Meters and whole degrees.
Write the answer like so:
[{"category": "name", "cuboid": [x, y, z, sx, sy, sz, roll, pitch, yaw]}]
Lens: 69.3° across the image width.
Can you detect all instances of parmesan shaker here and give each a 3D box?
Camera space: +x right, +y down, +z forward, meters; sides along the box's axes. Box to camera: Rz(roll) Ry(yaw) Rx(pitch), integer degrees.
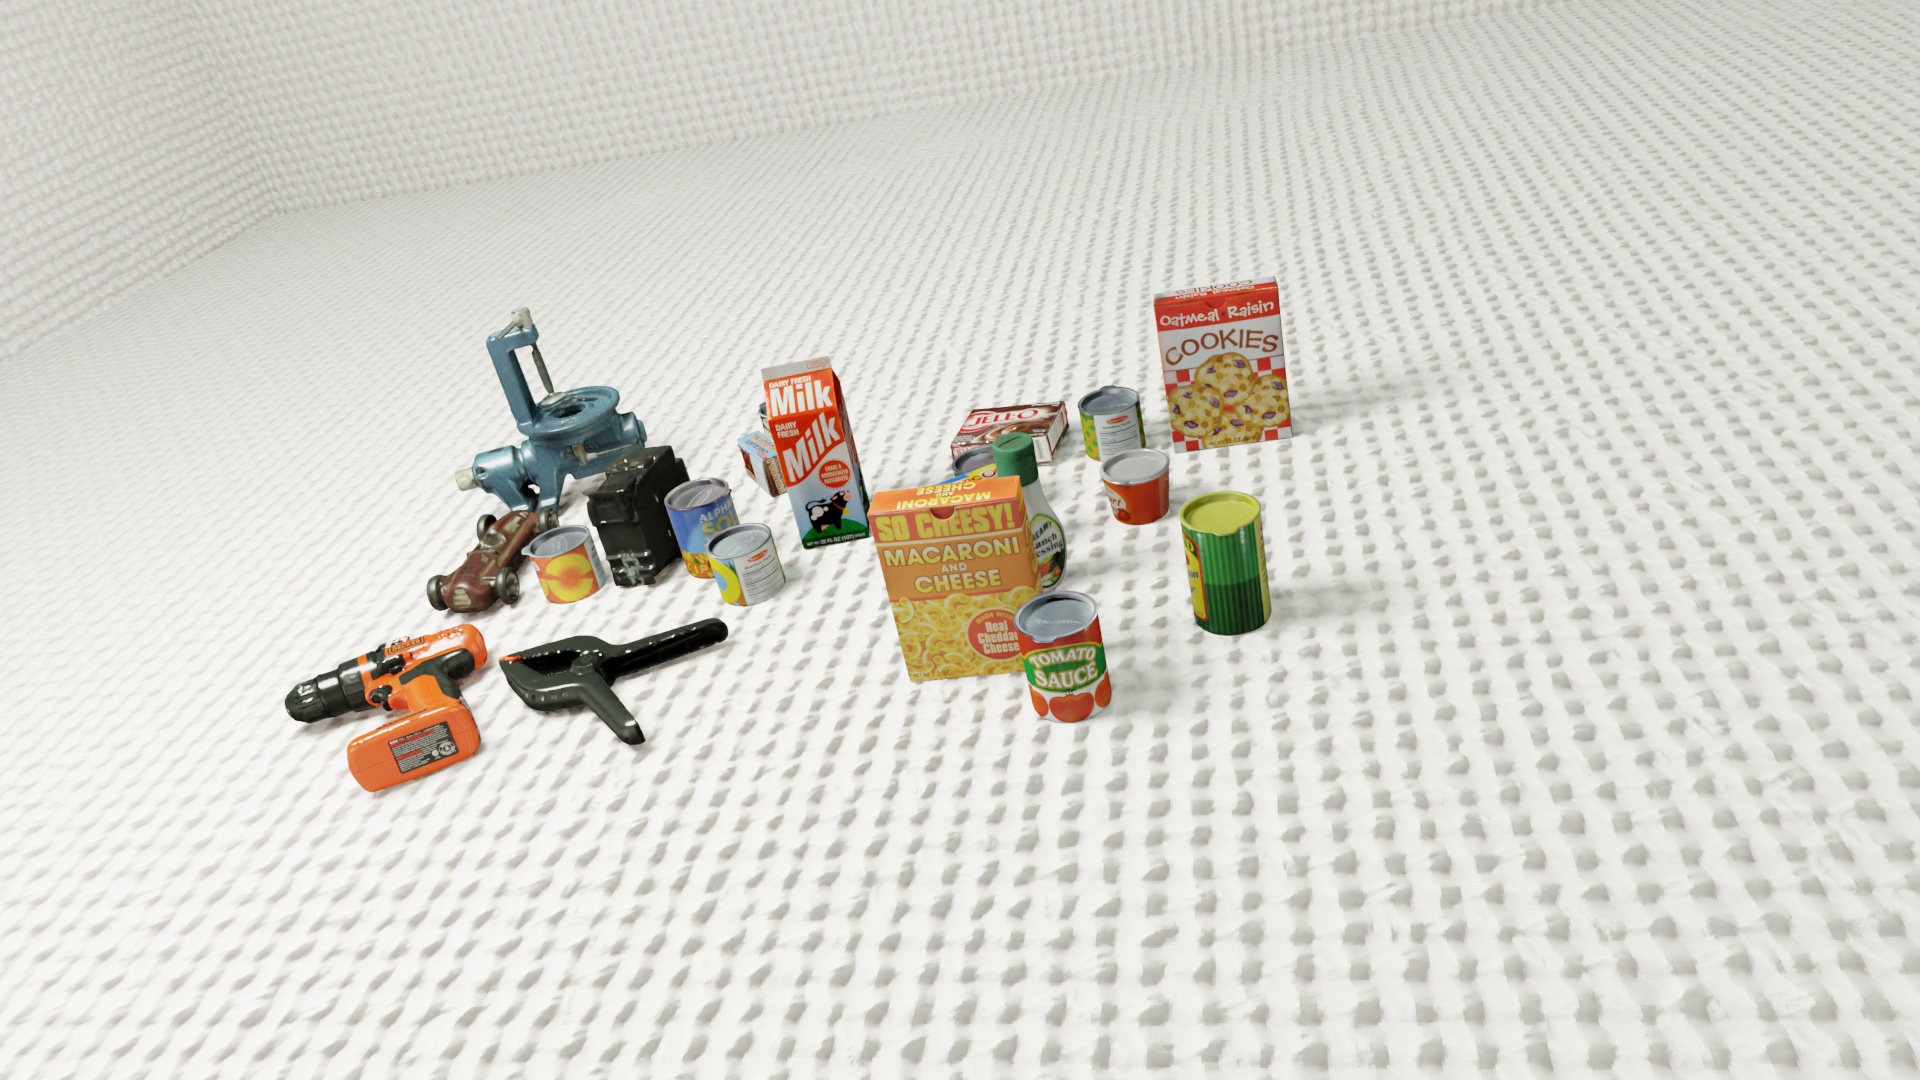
[{"category": "parmesan shaker", "cuboid": [0.220, 0.021, 1.147, 0.071, 0.102, 0.071, -10, 29, 6]}]

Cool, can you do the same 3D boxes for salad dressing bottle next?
[{"category": "salad dressing bottle", "cuboid": [0.059, -0.024, 1.245, 0.064, 0.147, 0.044, -26, 31, -22]}]

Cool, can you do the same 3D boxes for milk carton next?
[{"category": "milk carton", "cuboid": [-0.145, -0.094, 1.406, 0.072, 0.189, 0.074, -11, 29, 3]}]

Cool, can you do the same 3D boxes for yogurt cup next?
[{"category": "yogurt cup", "cuboid": [0.172, -0.051, 1.345, 0.072, 0.053, 0.073, -10, 29, 5]}]

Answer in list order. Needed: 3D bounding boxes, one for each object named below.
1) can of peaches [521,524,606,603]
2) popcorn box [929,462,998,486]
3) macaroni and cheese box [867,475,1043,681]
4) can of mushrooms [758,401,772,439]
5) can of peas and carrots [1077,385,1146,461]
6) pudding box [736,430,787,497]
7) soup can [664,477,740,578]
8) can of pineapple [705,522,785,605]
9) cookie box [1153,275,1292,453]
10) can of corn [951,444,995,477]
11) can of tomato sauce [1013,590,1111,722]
[{"category": "can of peaches", "cuboid": [-0.409, 0.025, 1.437, 0.071, 0.057, 0.071, -10, 29, 5]}, {"category": "popcorn box", "cuboid": [0.005, -0.017, 1.318, 0.127, 0.084, 0.038, -20, 29, -13]}, {"category": "macaroni and cheese box", "cuboid": [0.003, 0.034, 1.144, 0.124, 0.165, 0.040, -7, 29, 11]}, {"category": "can of mushrooms", "cuboid": [-0.213, -0.151, 1.698, 0.071, 0.033, 0.071, -10, 29, 5]}, {"category": "can of peas and carrots", "cuboid": [0.161, -0.124, 1.475, 0.071, 0.058, 0.071, -10, 29, 5]}, {"category": "pudding box", "cuboid": [-0.221, -0.087, 1.570, 0.030, 0.049, 0.084, -24, 31, -20]}, {"category": "soup can", "cuboid": [-0.255, -0.013, 1.416, 0.071, 0.083, 0.072, -10, 29, 6]}, {"category": "can of pineapple", "cuboid": [-0.211, 0.023, 1.362, 0.071, 0.057, 0.071, -10, 29, 5]}, {"category": "cookie box", "cuboid": [0.268, -0.177, 1.414, 0.123, 0.166, 0.040, -7, 29, 10]}, {"category": "can of corn", "cuboid": [0.031, -0.056, 1.406, 0.071, 0.058, 0.071, -10, 29, 5]}, {"category": "can of tomato sauce", "cuboid": [0.082, 0.093, 1.095, 0.071, 0.082, 0.071, -10, 29, 6]}]
